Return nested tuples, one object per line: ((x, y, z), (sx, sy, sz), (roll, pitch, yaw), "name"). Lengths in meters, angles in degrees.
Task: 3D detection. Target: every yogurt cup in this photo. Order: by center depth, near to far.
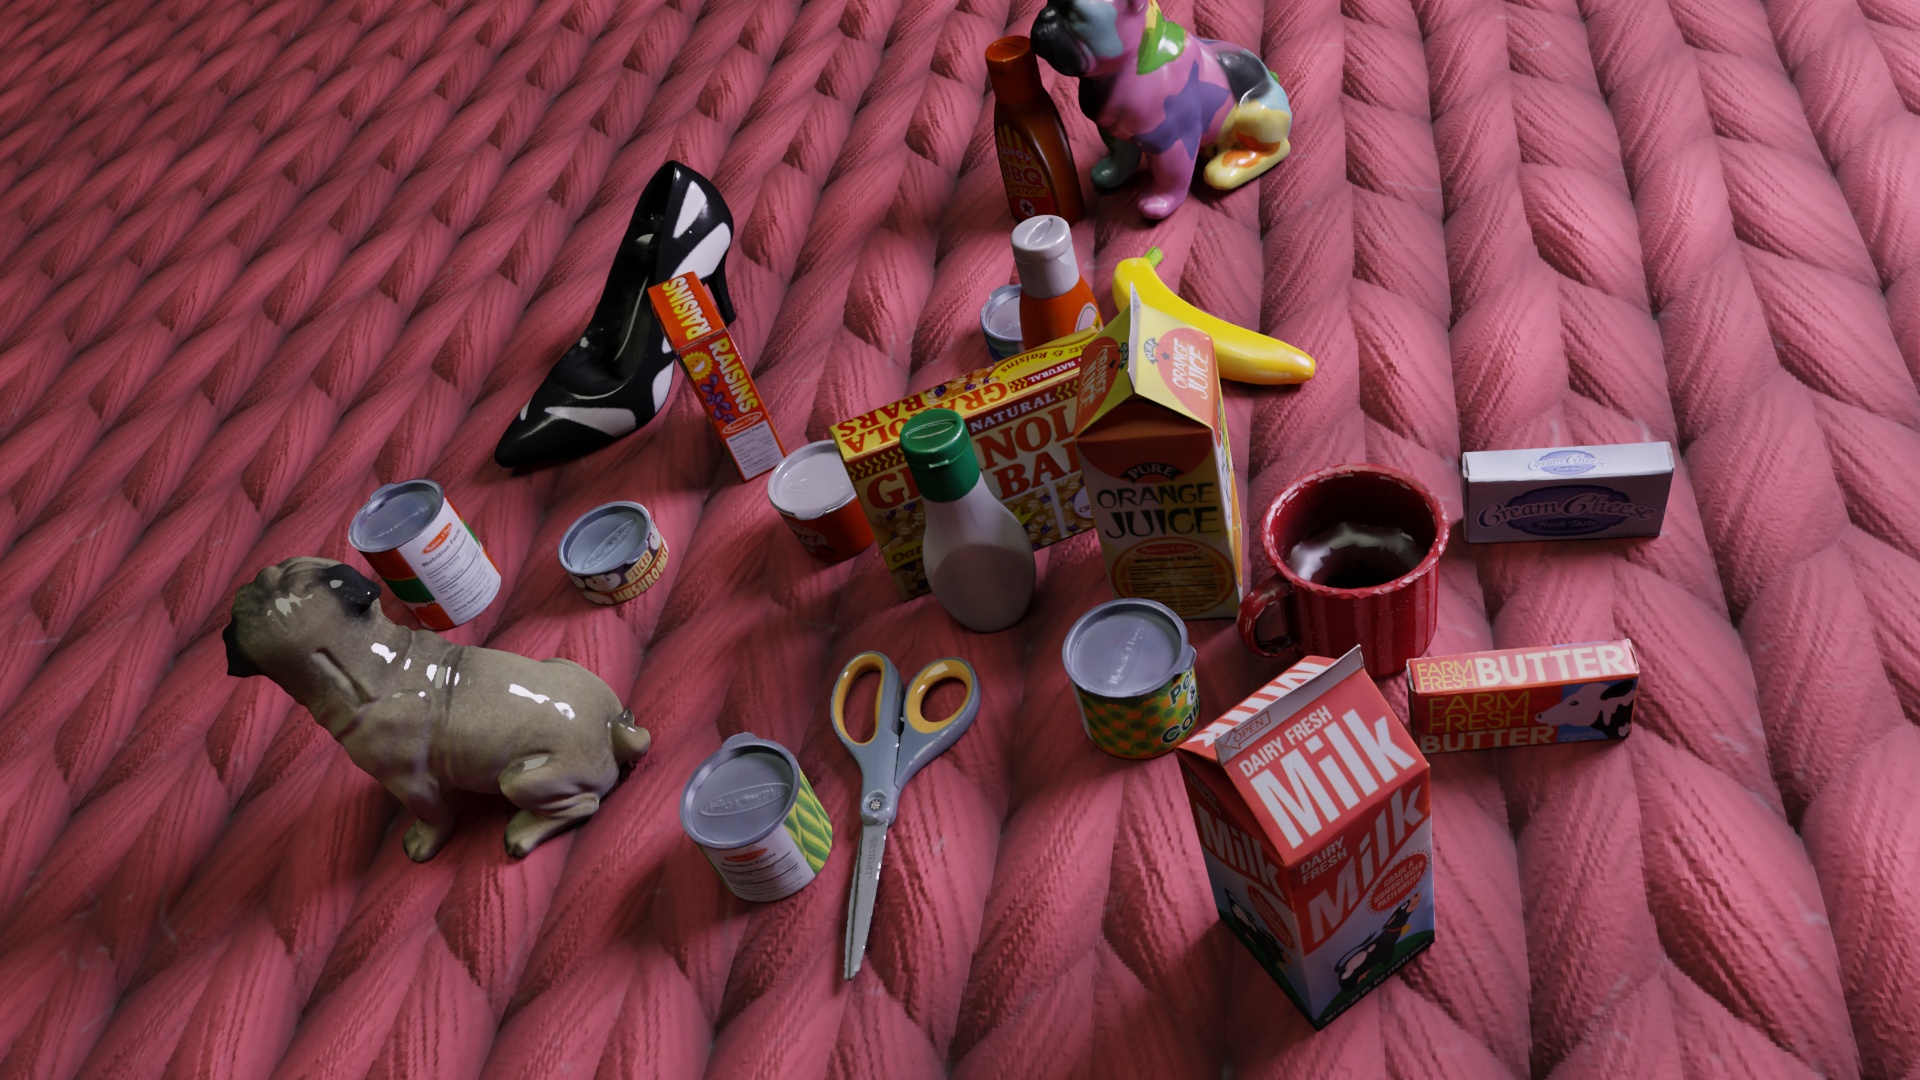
((-0.084, -0.024, 0.897), (0.072, 0.053, 0.073), (-10, 45, 10), "yogurt cup")

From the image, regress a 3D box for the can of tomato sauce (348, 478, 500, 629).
((-0.361, 0.009, 0.939), (0.071, 0.082, 0.071), (-10, 45, 10), "can of tomato sauce")

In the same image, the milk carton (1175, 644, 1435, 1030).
((0.146, 0.120, 0.583), (0.072, 0.189, 0.074), (-32, 46, -12), "milk carton")

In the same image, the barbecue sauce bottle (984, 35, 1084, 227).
((0.053, -0.308, 1.058), (0.065, 0.147, 0.044), (28, 61, 37), "barbecue sauce bottle")

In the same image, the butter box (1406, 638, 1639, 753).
((0.273, 0.077, 0.679), (0.103, 0.053, 0.024), (-7, 46, 13), "butter box")

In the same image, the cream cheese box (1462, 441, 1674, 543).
((0.329, -0.025, 0.758), (0.104, 0.053, 0.024), (-2, 47, 17), "cream cheese box")

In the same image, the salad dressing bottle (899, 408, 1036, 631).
((0.003, -0.010, 0.787), (0.064, 0.147, 0.044), (-14, 45, 6), "salad dressing bottle")

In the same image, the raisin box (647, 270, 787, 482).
((-0.168, -0.113, 0.963), (0.040, 0.122, 0.086), (-26, 45, -6), "raisin box")

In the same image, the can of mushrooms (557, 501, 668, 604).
((-0.230, 0.009, 0.930), (0.071, 0.033, 0.071), (-10, 45, 10), "can of mushrooms")

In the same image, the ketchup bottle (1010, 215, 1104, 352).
((0.064, -0.137, 0.888), (0.043, 0.148, 0.065), (15, 54, 30), "ketchup bottle")

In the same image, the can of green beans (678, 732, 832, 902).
((-0.107, 0.149, 0.736), (0.071, 0.057, 0.071), (-10, 45, 10), "can of green beans")

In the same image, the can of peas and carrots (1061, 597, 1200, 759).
((0.094, 0.074, 0.739), (0.071, 0.058, 0.071), (-10, 45, 10), "can of peas and carrots")

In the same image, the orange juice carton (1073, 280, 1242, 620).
((0.107, -0.043, 0.752), (0.073, 0.191, 0.072), (-4, 47, 15), "orange juice carton")

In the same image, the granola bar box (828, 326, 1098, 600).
((0.021, -0.043, 0.830), (0.166, 0.123, 0.039), (-22, 44, -2), "granola bar box")

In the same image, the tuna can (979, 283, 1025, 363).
((0.048, -0.153, 0.992), (0.071, 0.032, 0.071), (-10, 45, 10), "tuna can")
